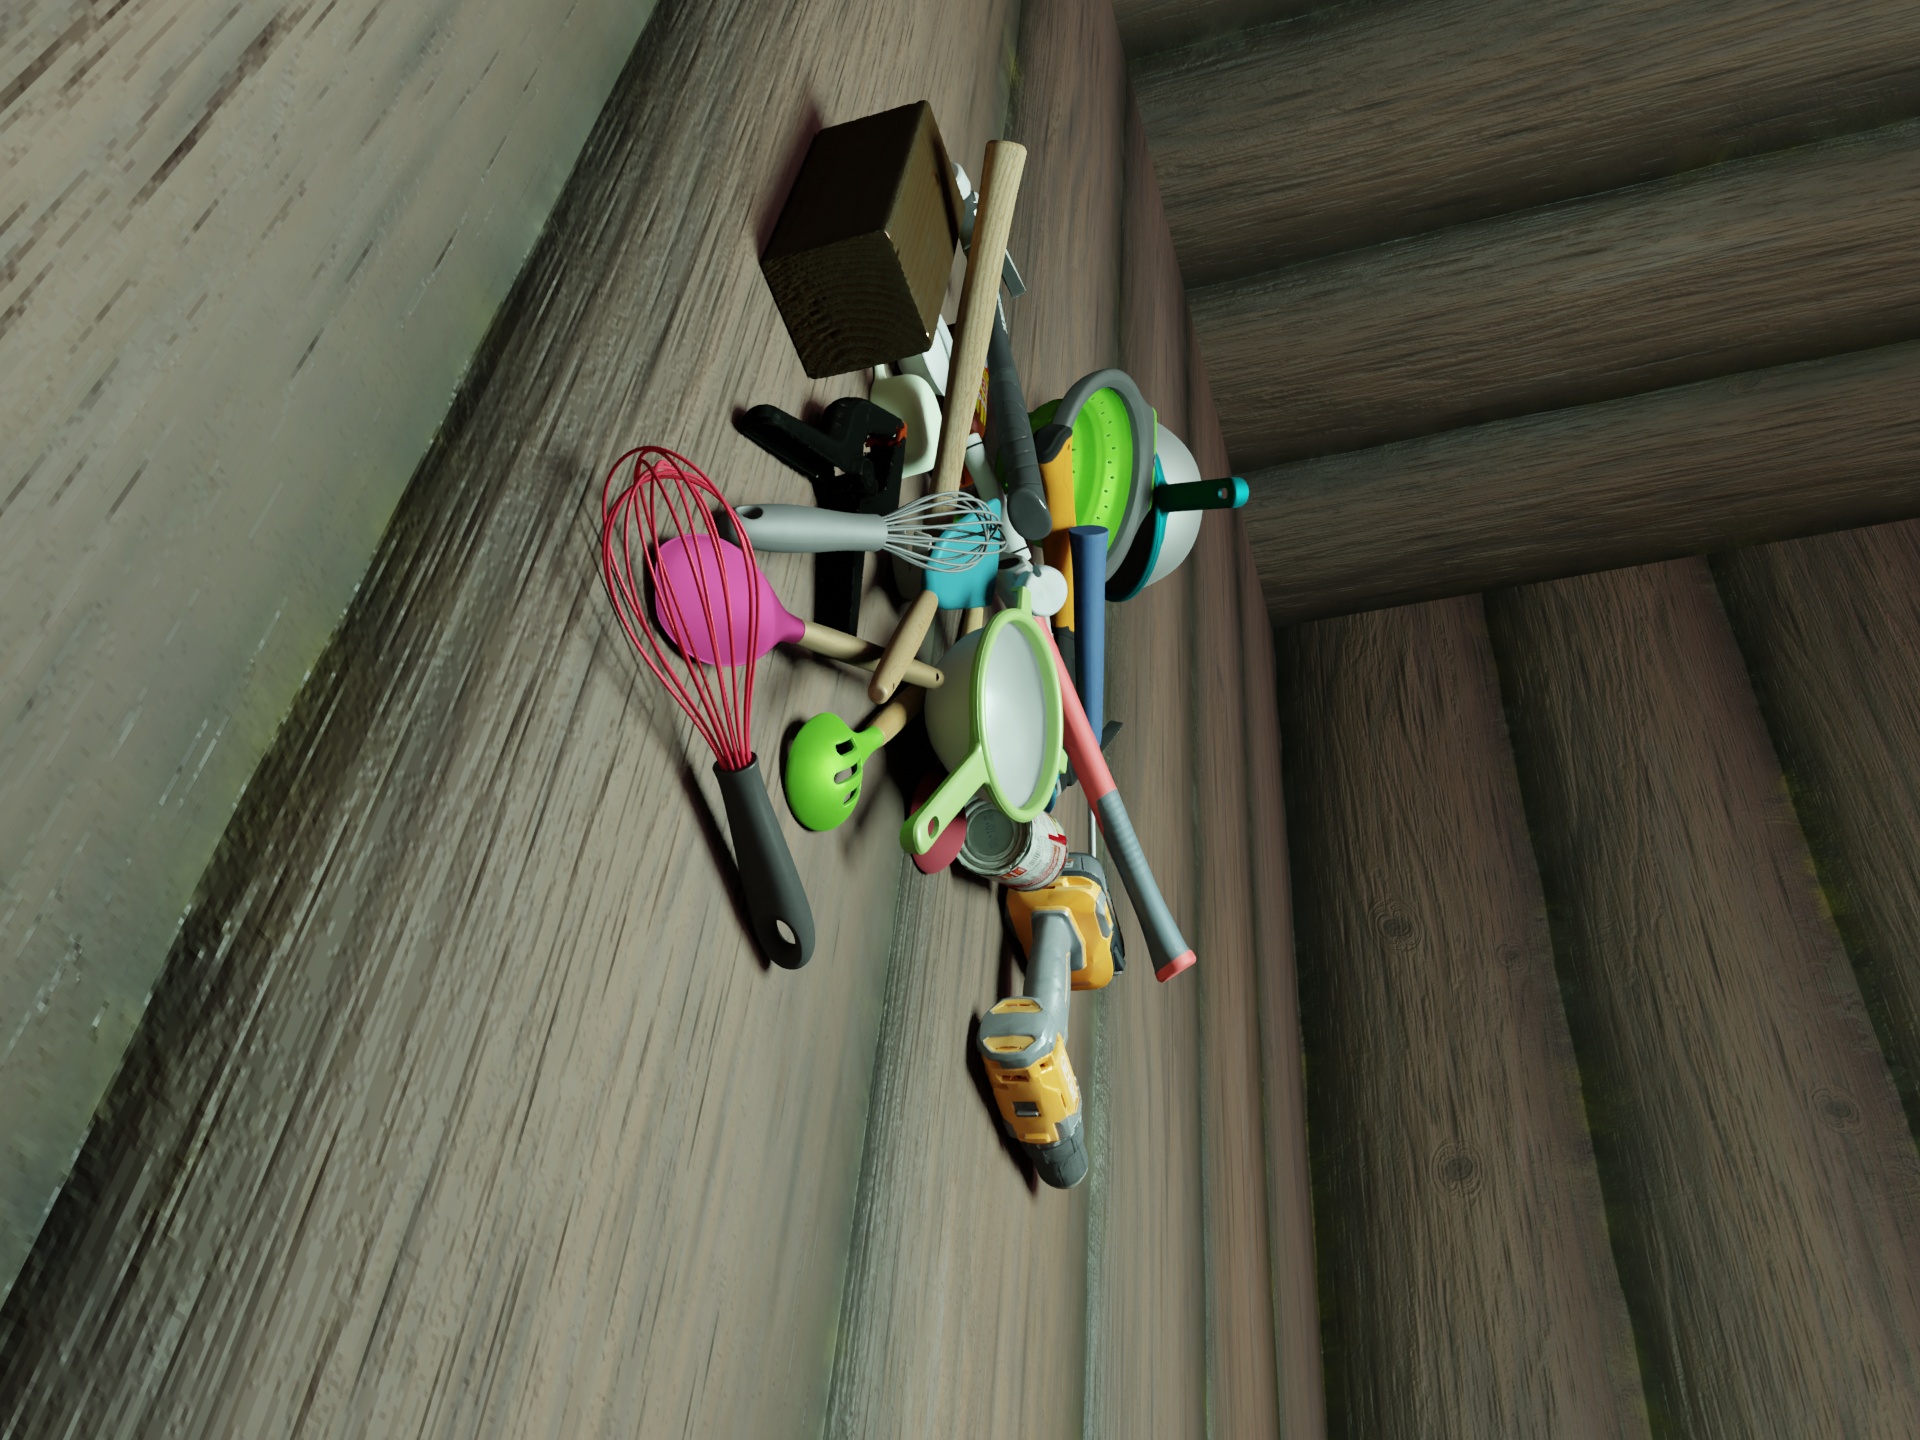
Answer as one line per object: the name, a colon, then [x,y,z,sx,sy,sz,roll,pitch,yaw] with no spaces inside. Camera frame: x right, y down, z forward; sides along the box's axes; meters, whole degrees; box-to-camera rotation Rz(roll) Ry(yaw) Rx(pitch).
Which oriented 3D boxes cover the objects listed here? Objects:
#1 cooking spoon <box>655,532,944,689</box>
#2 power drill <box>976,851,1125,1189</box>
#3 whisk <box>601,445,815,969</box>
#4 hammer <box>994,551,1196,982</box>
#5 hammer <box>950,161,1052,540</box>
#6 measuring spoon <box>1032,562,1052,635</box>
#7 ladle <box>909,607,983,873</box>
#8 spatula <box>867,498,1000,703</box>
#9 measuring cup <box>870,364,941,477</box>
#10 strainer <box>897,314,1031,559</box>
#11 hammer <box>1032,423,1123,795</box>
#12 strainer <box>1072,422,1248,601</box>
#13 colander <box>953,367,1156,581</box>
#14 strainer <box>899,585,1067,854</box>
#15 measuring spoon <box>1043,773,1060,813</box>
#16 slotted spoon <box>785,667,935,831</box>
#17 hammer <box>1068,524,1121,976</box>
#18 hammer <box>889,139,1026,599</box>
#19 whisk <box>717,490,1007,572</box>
cooking spoon: [-0.084,-0.048,0.931,0.318,0.017,0.069,17,70,-63]
power drill: [0.077,0.240,1.267,0.226,0.084,0.185,-73,151,-49]
whisk: [-0.116,0.004,0.788,0.073,0.073,0.295,-70,152,-58]
hammer: [0.102,0.043,1.287,0.143,0.038,0.386,26,-38,65]
hammer: [0.035,-0.290,1.302,0.146,0.035,0.335,47,30,-57]
measuring spoon: [0.077,-0.101,1.567,0.034,0.018,0.124,50,28,-60]
ladle: [-0.002,-0.004,1.225,0.316,0.031,0.069,-81,153,-51]
spatula: [-0.015,-0.071,1.041,0.318,0.044,0.082,-69,164,-67]
measuring cup: [-0.044,-0.268,1.199,0.083,0.038,0.167,-22,104,-73]
strainer: [0.002,-0.226,1.257,0.258,0.050,0.087,66,21,-2]
hammer: [0.096,-0.102,1.411,0.127,0.034,0.336,-43,136,-45]
strainer: [0.221,-0.229,1.631,0.340,0.095,0.211,-169,-106,-65]
colander: [0.053,-0.205,1.429,0.397,0.094,0.204,-31,127,-53]
strainer: [-0.004,0.021,1.090,0.256,0.069,0.151,-49,131,-54]
measuring spoon: [0.079,0.052,1.360,0.128,0.021,0.042,-39,118,-71]
slotted spoon: [-0.051,0.002,1.056,0.314,0.031,0.070,-48,131,-71]
hammer: [0.115,0.034,1.389,0.144,0.035,0.405,-91,179,-72]
hammer: [0.001,-0.245,1.146,0.130,0.031,0.331,-35,137,-71]
whisk: [-0.055,-0.116,0.963,0.239,0.055,0.055,-6,86,-49]
